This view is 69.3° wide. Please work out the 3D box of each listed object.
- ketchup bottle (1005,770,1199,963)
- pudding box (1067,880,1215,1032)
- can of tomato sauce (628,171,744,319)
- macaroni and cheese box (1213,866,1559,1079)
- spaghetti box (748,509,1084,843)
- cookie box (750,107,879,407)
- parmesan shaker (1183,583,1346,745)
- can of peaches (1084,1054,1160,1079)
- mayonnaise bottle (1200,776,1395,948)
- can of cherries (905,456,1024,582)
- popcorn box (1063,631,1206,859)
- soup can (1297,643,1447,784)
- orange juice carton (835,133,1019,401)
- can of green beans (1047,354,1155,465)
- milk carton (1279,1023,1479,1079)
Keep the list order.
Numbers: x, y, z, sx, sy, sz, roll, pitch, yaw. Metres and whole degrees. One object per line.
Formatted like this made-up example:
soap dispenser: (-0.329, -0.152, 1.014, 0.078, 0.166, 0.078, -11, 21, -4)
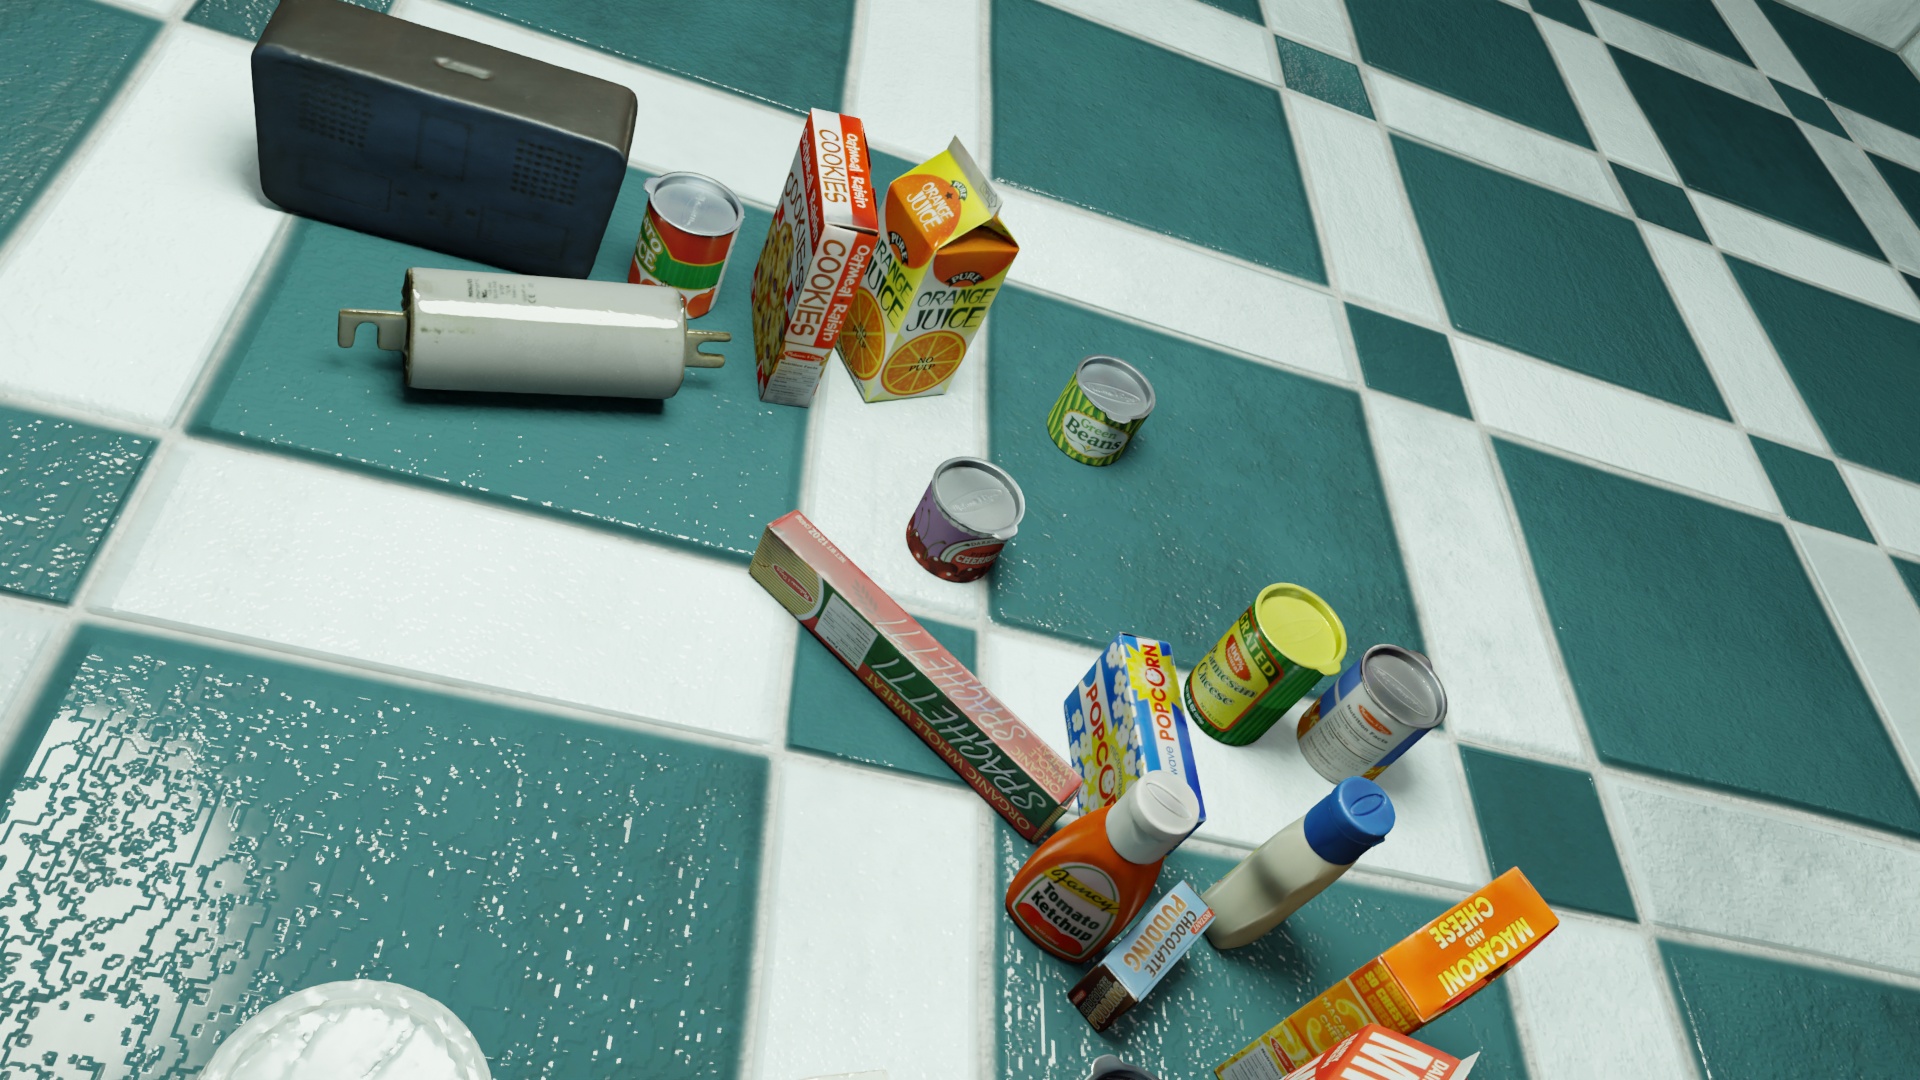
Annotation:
ketchup bottle: (0.079, 0.175, 0.756, 0.065, 0.148, 0.044, 37, 46, 7)
pudding box: (0.104, 0.235, 0.786, 0.030, 0.049, 0.084, 46, 47, 15)
can of tomato sauce: (-0.199, -0.210, 0.991, 0.071, 0.082, 0.071, 14, 48, -16)
macaroni and cheese box: (0.230, 0.250, 0.755, 0.124, 0.165, 0.040, -16, 61, -36)
spaghetti box: (-0.030, 0.082, 0.850, 0.250, 0.050, 0.029, 42, 47, 12)
cookie box: (-0.104, -0.194, 0.966, 0.040, 0.166, 0.123, 7, 50, -22)
parmesan shaker: (0.202, 0.087, 0.924, 0.071, 0.102, 0.072, 14, 48, -16)
can of peaches: (0.074, 0.306, 0.705, 0.071, 0.057, 0.071, 14, 48, -16)
mayonnaise bottle: (0.195, 0.187, 0.804, 0.065, 0.147, 0.041, -14, 60, -34)
can of cherries: (0.003, -0.012, 0.940, 0.071, 0.058, 0.072, 14, 48, -16)
popcorn box: (0.104, 0.133, 0.849, 0.038, 0.084, 0.127, 10, 49, -19)
soup can: (0.281, 0.119, 0.949, 0.071, 0.083, 0.072, 14, 48, -16)
orange juice carton: (-0.022, -0.190, 0.986, 0.073, 0.191, 0.072, -10, 58, -33)
can of green beans: (0.107, -0.100, 1.067, 0.071, 0.057, 0.071, 14, 48, -16)
milk carton: (0.178, 0.300, 0.670, 0.073, 0.189, 0.073, 46, 48, 15)
